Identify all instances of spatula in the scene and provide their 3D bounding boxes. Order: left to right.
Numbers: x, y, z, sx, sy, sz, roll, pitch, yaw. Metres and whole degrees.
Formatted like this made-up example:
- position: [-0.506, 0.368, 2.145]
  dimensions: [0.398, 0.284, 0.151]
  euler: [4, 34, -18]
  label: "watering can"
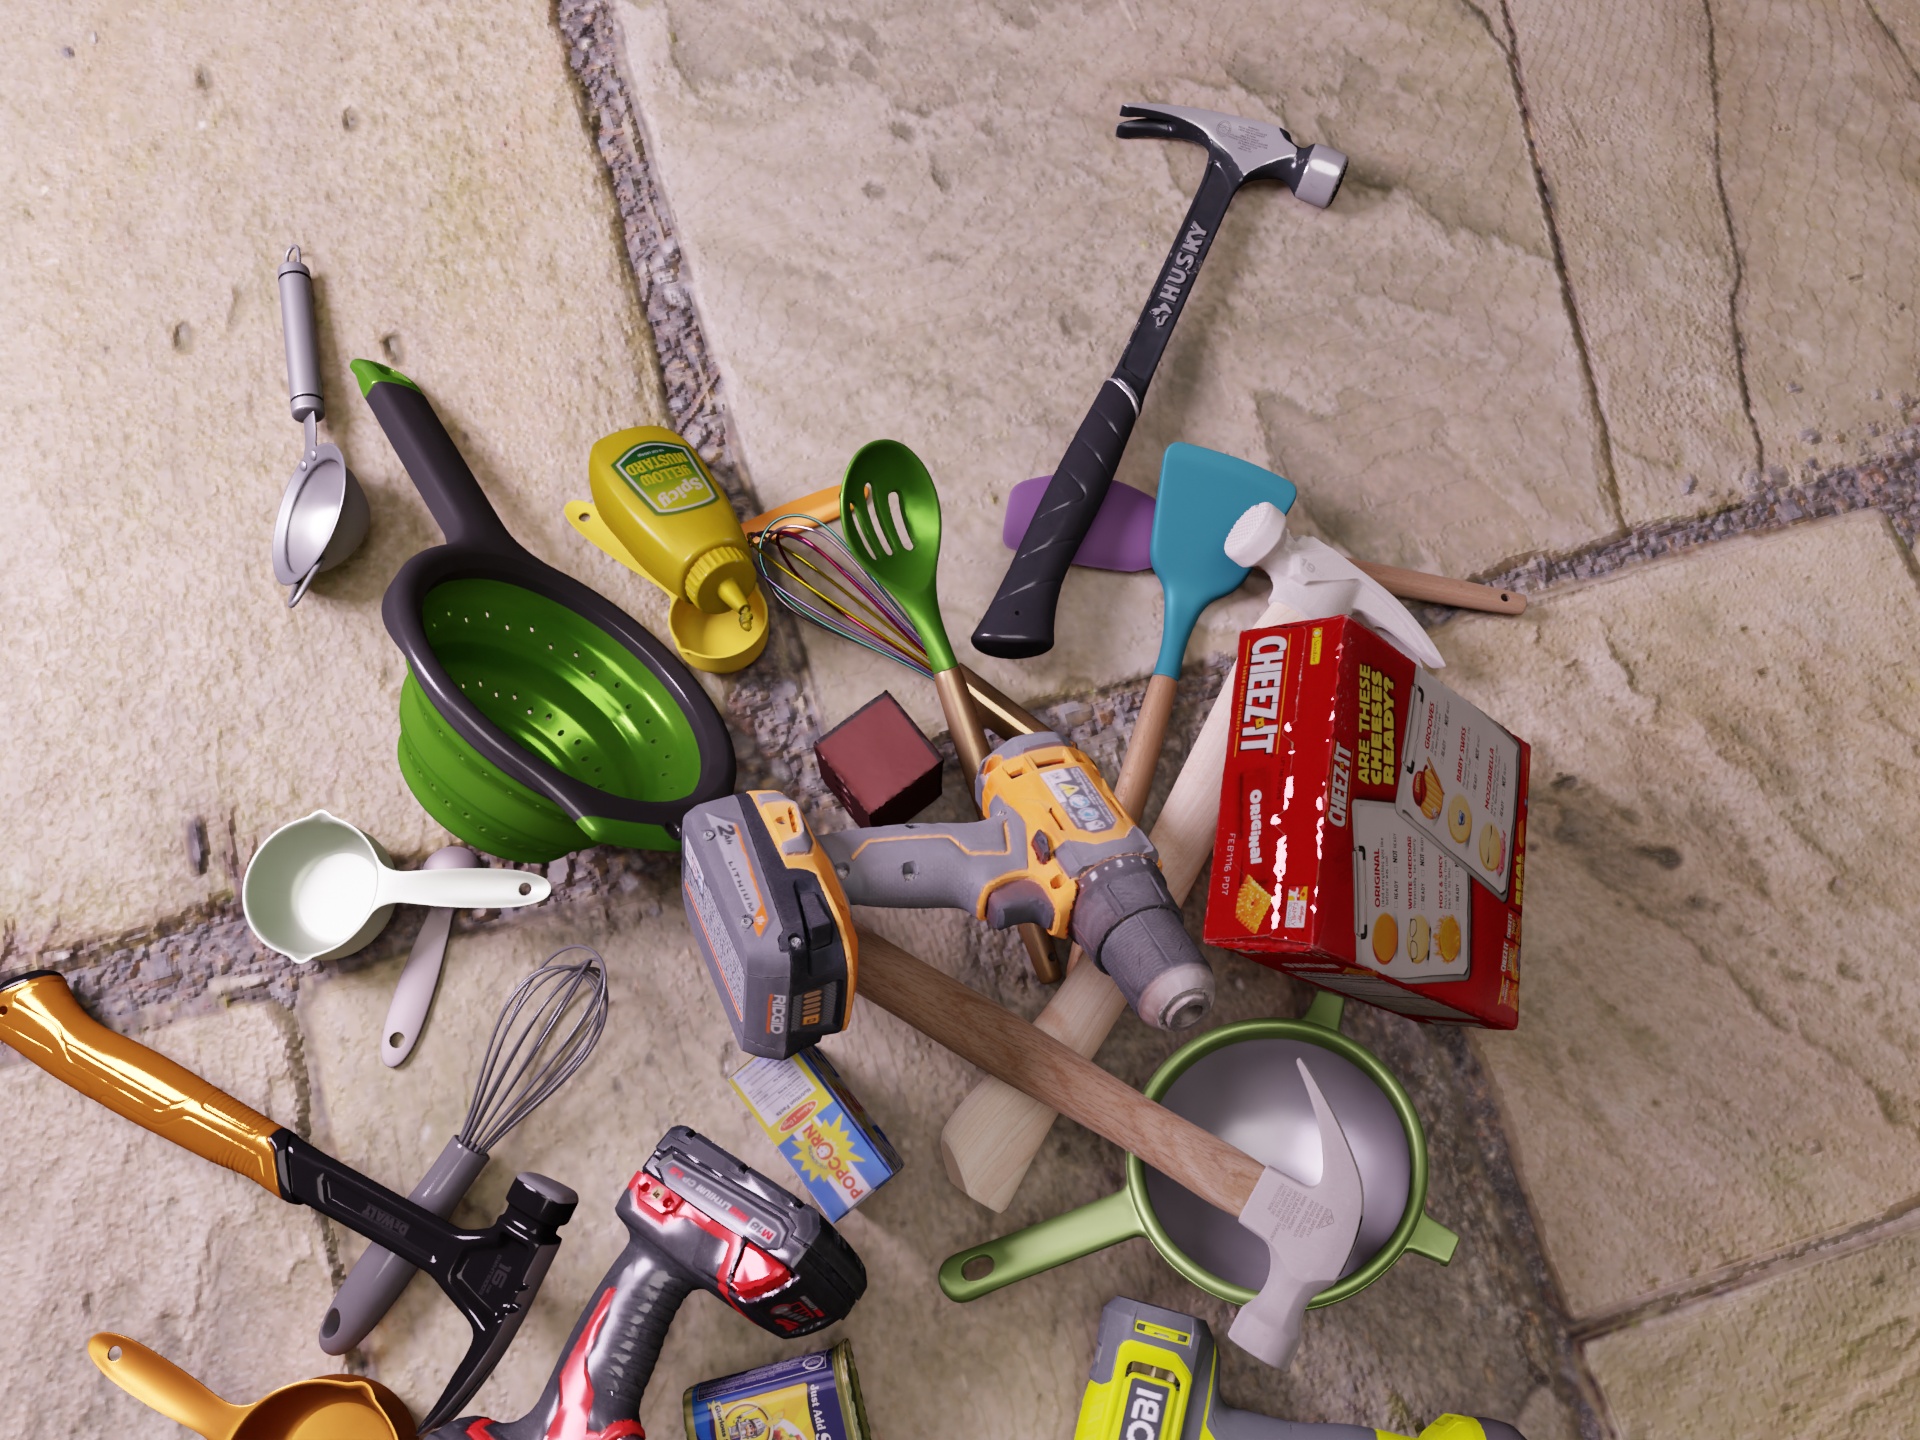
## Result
- position: [0.112, -0.003, 0.912]
  dimensions: [0.082, 0.044, 0.318]
  euler: [19, 75, -5]
  label: "spatula"
- position: [0.183, -0.100, 0.957]
  dimensions: [0.316, 0.018, 0.060]
  euler: [11, 74, 2]
  label: "spatula"

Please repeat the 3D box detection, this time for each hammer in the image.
- position: [-0.363, 0.223, 0.806]
  dimensions: [0.337, 0.034, 0.127]
  euler: [24, 81, 13]
  label: "hammer"
- position: [0.047, 0.175, 0.801]
  dimensions: [0.331, 0.031, 0.130]
  euler: [27, 81, 22]
  label: "hammer"
- position: [0.101, -0.214, 0.969]
  dimensions: [0.149, 0.036, 0.409]
  euler: [23, 71, 6]
  label: "hammer"
- position: [0.121, 0.085, 0.877]
  dimensions: [0.146, 0.038, 0.411]
  euler: [35, 78, -15]
  label: "hammer"

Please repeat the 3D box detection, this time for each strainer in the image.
- position: [-0.383, -0.178, 0.942]
  dimensions: [0.087, 0.050, 0.259]
  euler: [-29, 65, 34]
  label: "strainer"
- position: [0.115, 0.255, 0.825]
  dimensions: [0.256, 0.069, 0.152]
  euler: [-21, 53, 2]
  label: "strainer"

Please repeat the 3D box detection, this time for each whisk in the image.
- position: [-0.258, 0.222, 0.829]
  dimensions: [0.055, 0.055, 0.239]
  euler: [32, 79, 7]
  label: "whisk"
- position: [-0.023, -0.040, 0.921]
  dimensions: [0.245, 0.047, 0.051]
  euler: [36, 75, 3]
  label: "whisk"

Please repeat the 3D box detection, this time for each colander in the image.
- position: [-0.271, -0.050, 0.882]
  dimensions: [0.094, 0.204, 0.397]
  euler: [-48, 61, 20]
  label: "colander"

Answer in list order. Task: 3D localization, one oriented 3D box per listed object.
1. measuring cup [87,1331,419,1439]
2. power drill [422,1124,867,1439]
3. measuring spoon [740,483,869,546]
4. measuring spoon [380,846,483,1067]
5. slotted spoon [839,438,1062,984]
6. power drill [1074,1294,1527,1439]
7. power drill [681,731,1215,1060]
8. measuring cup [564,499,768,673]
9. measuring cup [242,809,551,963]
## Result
- position: [-0.348, 0.347, 0.784]
  dimensions: [0.173, 0.052, 0.095]
  euler: [28, 74, 7]
  label: "measuring cup"
- position: [-0.149, 0.317, 0.744]
  dimensions: [0.143, 0.078, 0.220]
  euler: [22, 62, 32]
  label: "power drill"
- position: [-0.109, -0.120, 0.952]
  dimensions: [0.117, 0.011, 0.021]
  euler: [-21, 76, -9]
  label: "measuring spoon"
- position: [-0.293, 0.127, 0.868]
  dimensions: [0.034, 0.018, 0.124]
  euler: [13, 74, 1]
  label: "measuring spoon"
- position: [-0.001, -0.003, 0.882]
  dimensions: [0.070, 0.031, 0.314]
  euler: [-19, 90, -38]
  label: "slotted spoon"
- position: [0.161, 0.399, 0.782]
  dimensions: [0.223, 0.080, 0.171]
  euler: [14, 73, 5]
  label: "power drill"
- position: [-0.003, 0.094, 0.765]
  dimensions: [0.226, 0.084, 0.186]
  euler: [-10, 42, -22]
  label: "power drill"
- position: [-0.176, -0.081, 0.936]
  dimensions: [0.157, 0.029, 0.062]
  euler: [36, 67, 20]
  label: "measuring cup"
- position: [-0.299, 0.093, 0.859]
  dimensions: [0.167, 0.038, 0.083]
  euler: [0, 74, 3]
  label: "measuring cup"
